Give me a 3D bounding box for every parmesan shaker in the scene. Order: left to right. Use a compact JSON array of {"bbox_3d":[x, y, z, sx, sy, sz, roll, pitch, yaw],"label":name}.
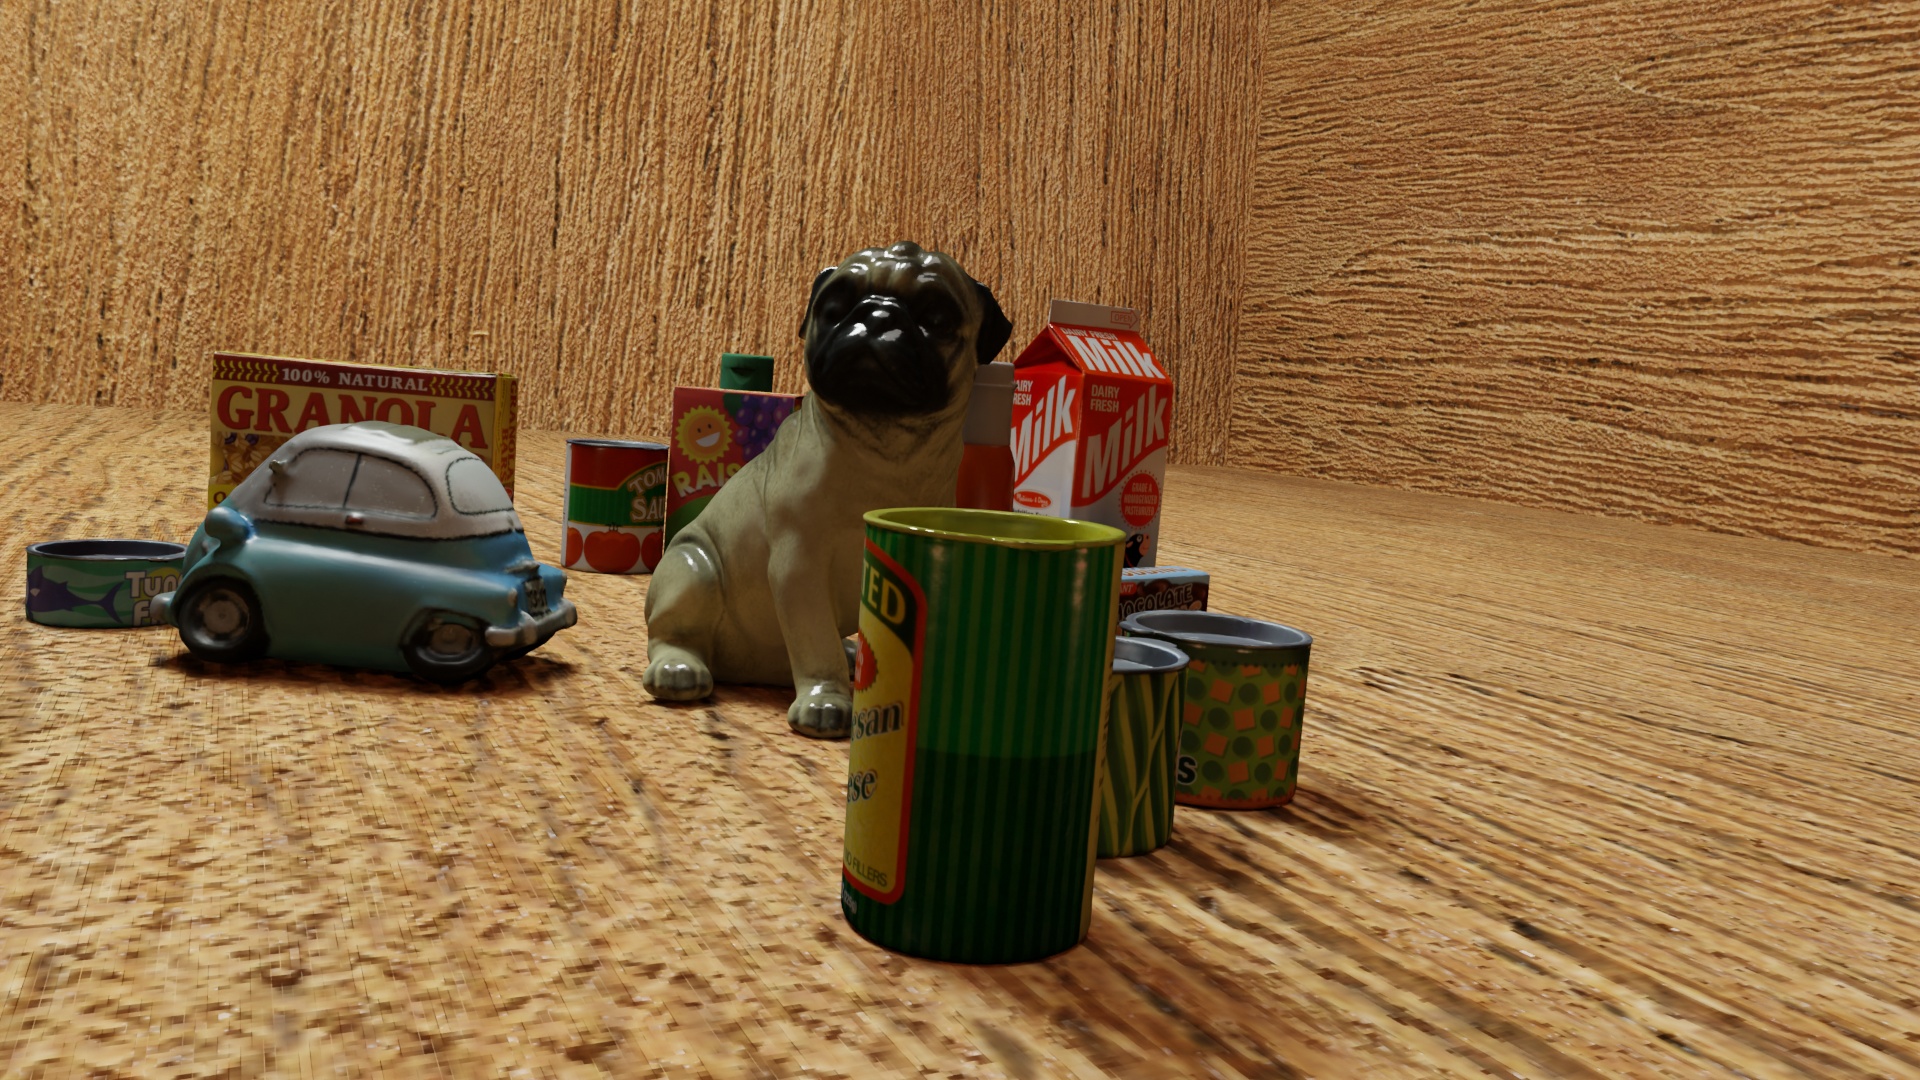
[{"bbox_3d":[0.005,0.046,0.351,0.071,0.103,0.071,4,6,0],"label":"parmesan shaker"}]

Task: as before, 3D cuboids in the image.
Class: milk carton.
[{"bbox_3d":[0.071,-0.044,0.819,0.072,0.190,0.073,0,7,-37],"label":"milk carton"}]

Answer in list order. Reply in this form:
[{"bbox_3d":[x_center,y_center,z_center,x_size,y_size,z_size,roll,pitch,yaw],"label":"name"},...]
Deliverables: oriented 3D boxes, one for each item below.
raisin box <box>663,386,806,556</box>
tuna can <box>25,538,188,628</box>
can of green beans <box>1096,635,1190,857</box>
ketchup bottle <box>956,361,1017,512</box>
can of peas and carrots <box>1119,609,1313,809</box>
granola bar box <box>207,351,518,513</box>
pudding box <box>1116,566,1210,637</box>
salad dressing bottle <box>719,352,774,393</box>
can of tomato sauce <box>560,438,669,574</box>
[{"bbox_3d":[-0.149,-0.039,0.926,0.086,0.123,0.040,5,6,9],"label":"raisin box"},{"bbox_3d":[-0.390,0.019,0.641,0.071,0.032,0.071,4,6,0],"label":"tuna can"},{"bbox_3d":[0.037,0.062,0.439,0.071,0.057,0.071,4,6,0],"label":"can of green beans"},{"bbox_3d":[0.002,-0.008,0.636,0.043,0.148,0.065,5,6,7],"label":"ketchup bottle"},{"bbox_3d":[0.088,0.059,0.498,0.071,0.058,0.071,4,6,0],"label":"can of peas and carrots"},{"bbox_3d":[-0.348,-0.042,0.809,0.166,0.124,0.039,5,6,0],"label":"granola bar box"},{"bbox_3d":[0.090,0.039,0.722,0.084,0.049,0.030,0,7,-37],"label":"pudding box"},{"bbox_3d":[-0.154,-0.056,0.971,0.064,0.147,0.044,5,6,3],"label":"salad dressing bottle"},{"bbox_3d":[-0.225,-0.023,0.913,0.071,0.083,0.071,4,6,0],"label":"can of tomato sauce"}]
